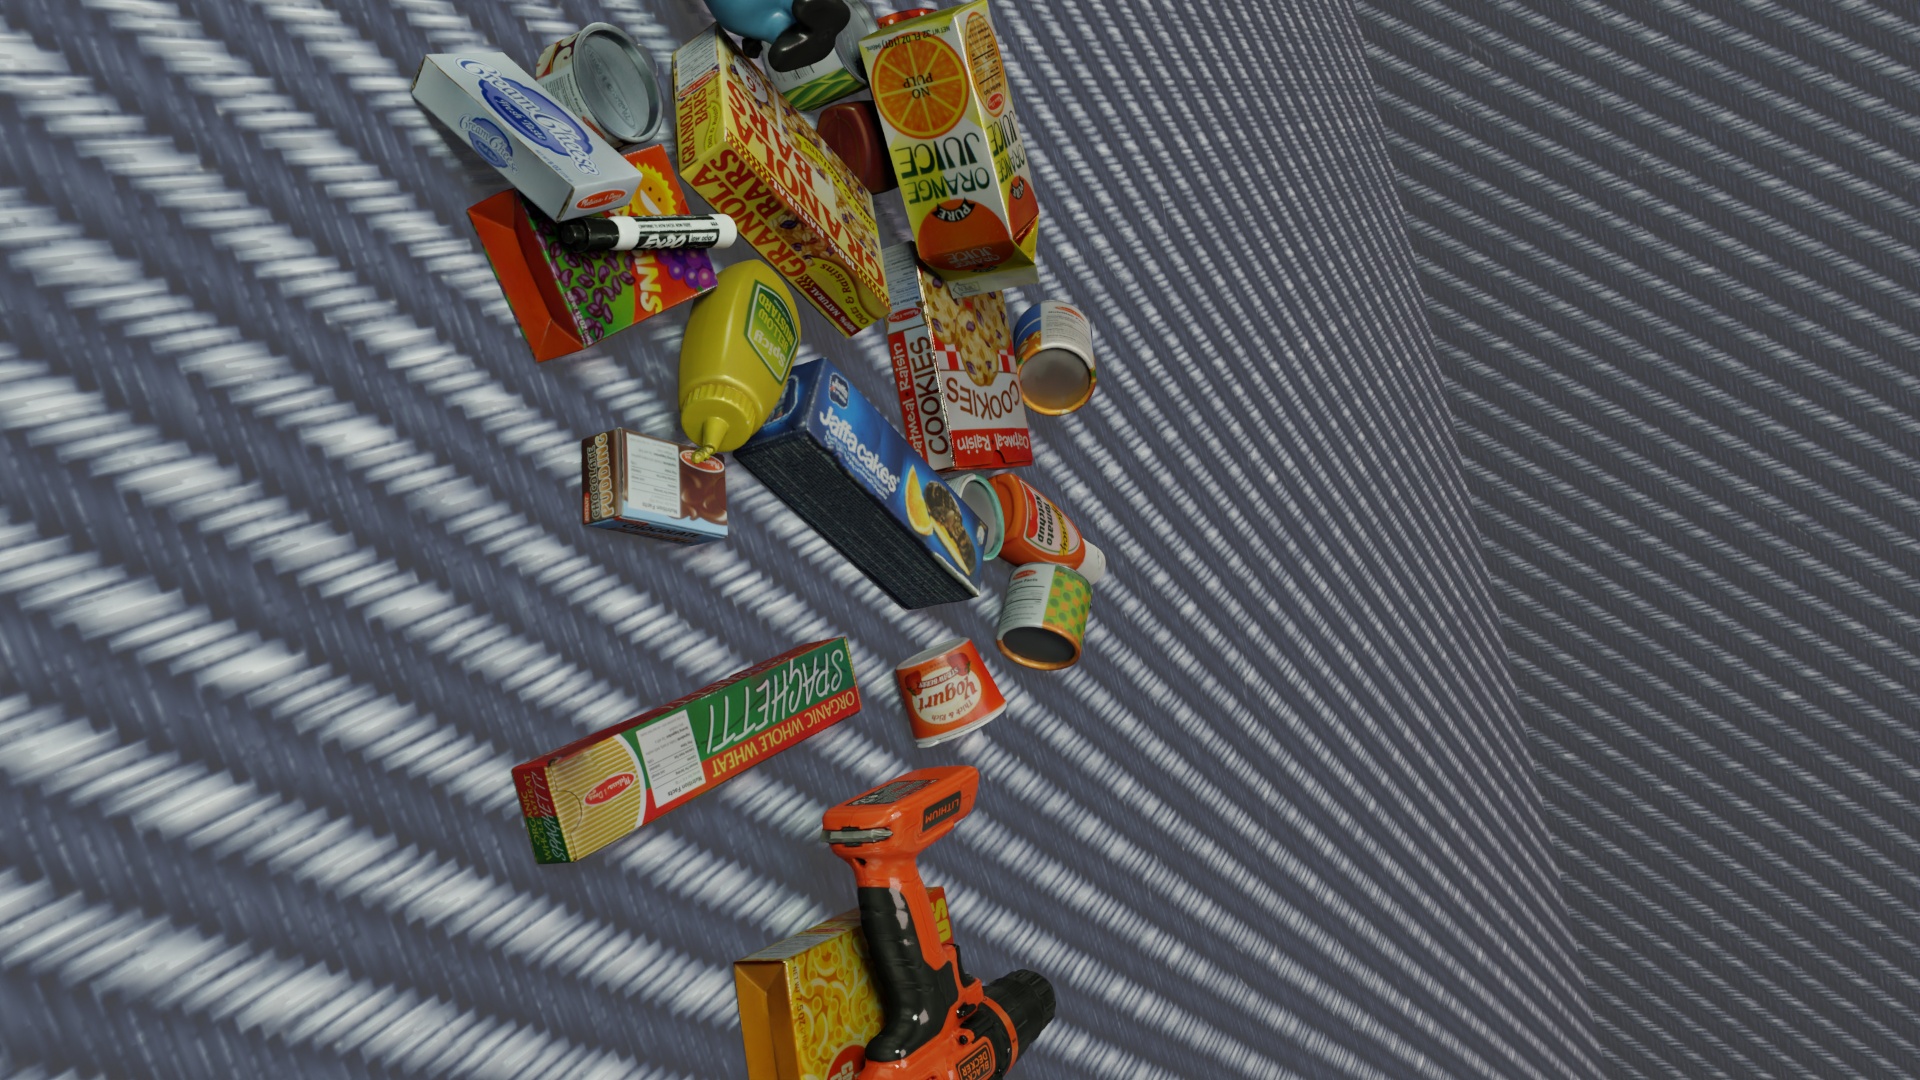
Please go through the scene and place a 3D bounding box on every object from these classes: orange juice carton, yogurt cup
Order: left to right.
[{"bbox_3d":[-0.009,0.100,0.934,0.073,0.072,0.054,-28,97,-58],"label":"yogurt cup"},{"bbox_3d":[0.000,-0.263,0.958,0.073,0.072,0.192,-55,134,-56],"label":"orange juice carton"}]

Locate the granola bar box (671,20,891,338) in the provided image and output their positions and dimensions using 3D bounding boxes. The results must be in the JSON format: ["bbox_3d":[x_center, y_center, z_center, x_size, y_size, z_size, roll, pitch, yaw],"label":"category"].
[{"bbox_3d":[-0.110,-0.220,0.861,0.165,0.039,0.125,42,28,-45],"label":"granola bar box"}]

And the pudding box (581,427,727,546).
[{"bbox_3d":[-0.164,-0.027,0.751,0.084,0.030,0.050,13,68,-57],"label":"pudding box"}]

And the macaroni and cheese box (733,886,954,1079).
[{"bbox_3d":[-0.057,0.285,0.816,0.167,0.040,0.123,-3,84,-59],"label":"macaroni and cheese box"}]

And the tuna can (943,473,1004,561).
[{"bbox_3d":[0.004,-0.013,1.019,0.071,0.033,0.071,25,59,-53],"label":"tuna can"}]

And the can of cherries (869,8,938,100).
[{"bbox_3d":[-0.037,-0.353,1.025,0.072,0.071,0.058,-19,97,-59],"label":"can of cherries"}]

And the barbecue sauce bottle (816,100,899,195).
[{"bbox_3d":[-0.049,-0.288,1.010,0.149,0.043,0.064,-36,125,-58],"label":"barbecue sauce bottle"}]

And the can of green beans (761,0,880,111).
[{"bbox_3d":[-0.092,-0.331,0.940,0.071,0.057,0.071,25,59,-53],"label":"can of green beans"}]

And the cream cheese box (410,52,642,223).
[{"bbox_3d":[-0.212,-0.199,0.682,0.104,0.024,0.053,41,32,8],"label":"cream cheese box"}]

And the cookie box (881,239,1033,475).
[{"bbox_3d":[-0.002,-0.133,1.041,0.123,0.040,0.167,-9,88,-59],"label":"cookie box"}]

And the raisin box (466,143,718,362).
[{"bbox_3d":[-0.191,-0.156,0.740,0.124,0.040,0.086,-45,117,-55],"label":"raisin box"}]

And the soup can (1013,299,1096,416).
[{"bbox_3d":[0.075,-0.146,1.128,0.084,0.071,0.071,-86,151,-57],"label":"soup can"}]

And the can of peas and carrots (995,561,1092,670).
[{"bbox_3d":[0.066,0.060,1.064,0.070,0.071,0.059,50,42,-39],"label":"can of peas and carrots"}]

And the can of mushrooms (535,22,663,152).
[{"bbox_3d":[-0.197,-0.247,0.765,0.071,0.033,0.071,25,59,-53],"label":"can of mushrooms"}]

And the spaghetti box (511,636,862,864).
[{"bbox_3d":[-0.136,0.106,0.756,0.251,0.028,0.050,-21,98,-59],"label":"spaghetti box"}]

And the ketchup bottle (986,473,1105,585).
[{"bbox_3d":[0.066,-0.001,1.108,0.148,0.043,0.065,30,50,-52],"label":"ketchup bottle"}]

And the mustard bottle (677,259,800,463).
[{"bbox_3d":[-0.129,-0.095,0.787,0.065,0.048,0.161,54,27,-36],"label":"mustard bottle"}]
